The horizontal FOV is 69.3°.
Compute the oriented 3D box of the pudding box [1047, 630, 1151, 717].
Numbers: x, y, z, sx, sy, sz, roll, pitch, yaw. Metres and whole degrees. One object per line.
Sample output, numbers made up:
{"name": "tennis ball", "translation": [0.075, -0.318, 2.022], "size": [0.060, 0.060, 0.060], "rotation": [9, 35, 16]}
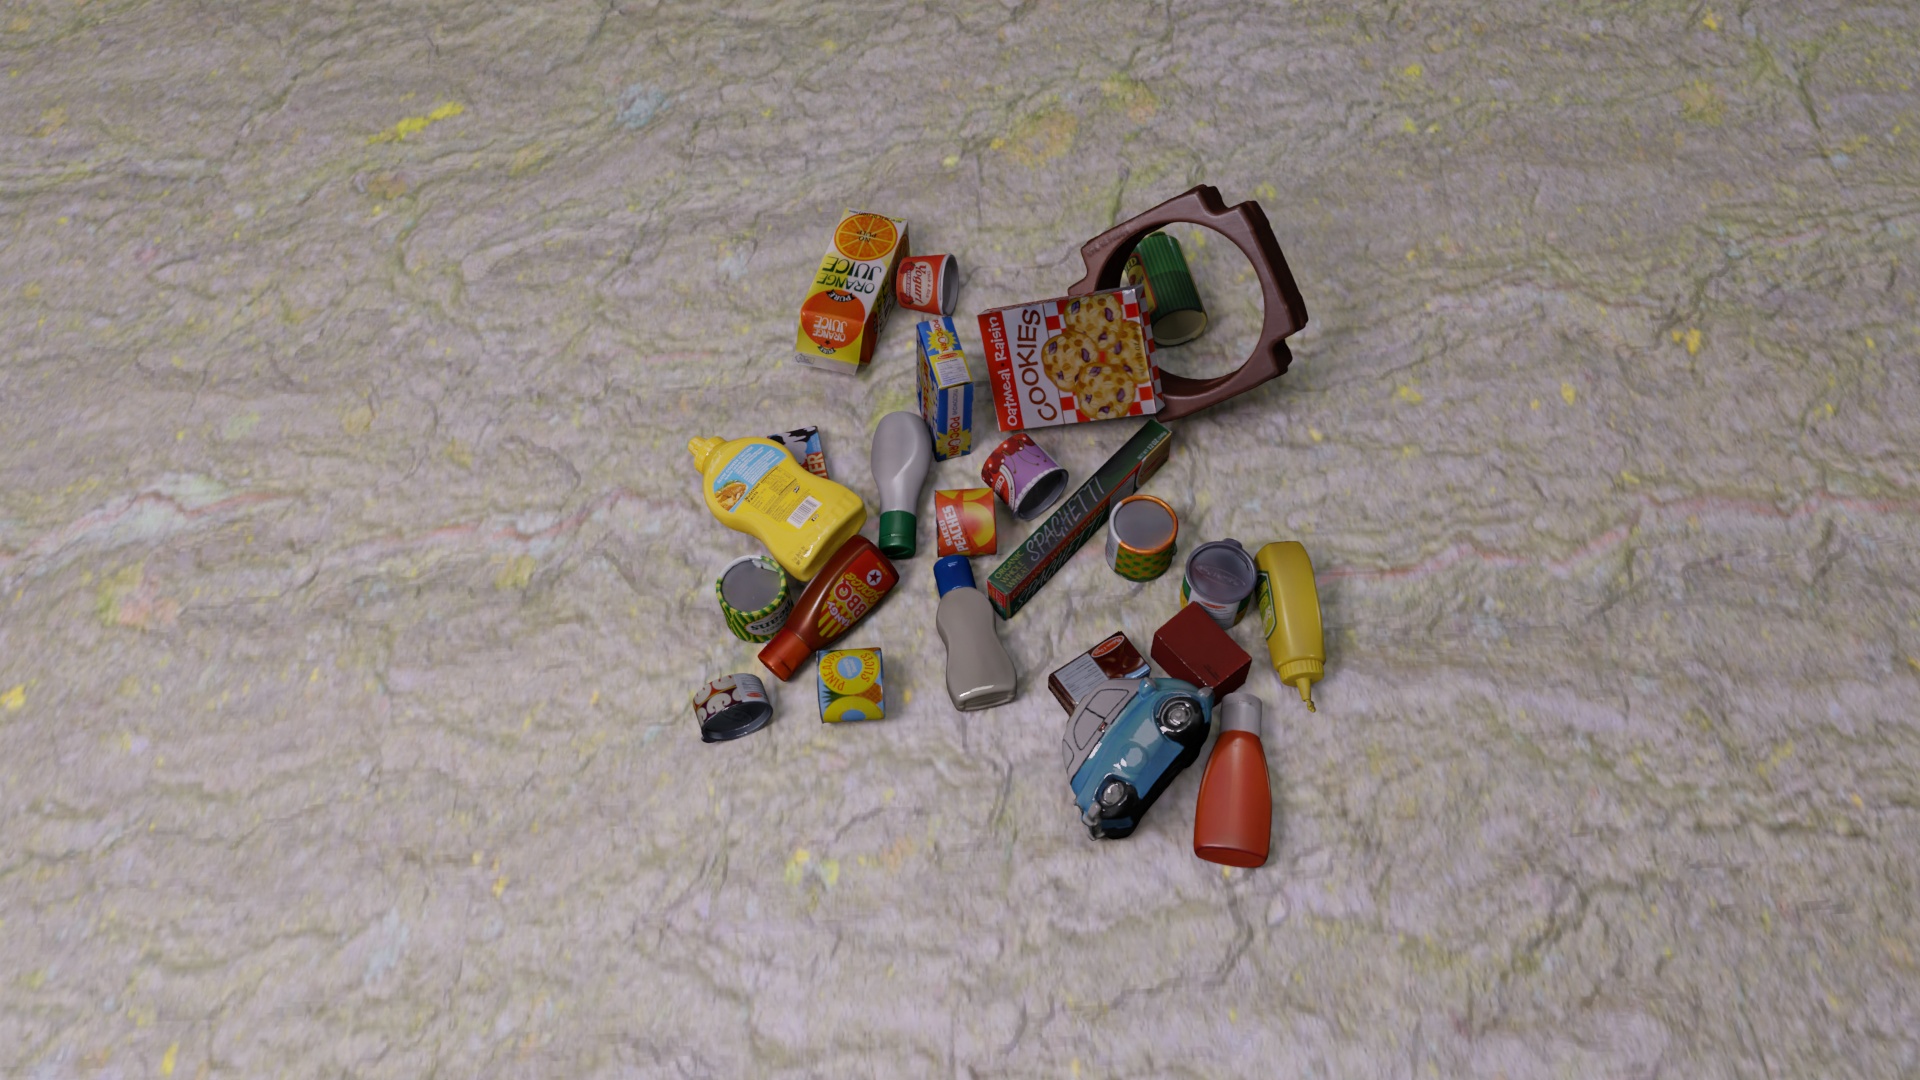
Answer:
{"name": "pudding box", "translation": [0.127, 0.126, 1.272], "size": [0.084, 0.030, 0.050], "rotation": [-30, 62, -16]}

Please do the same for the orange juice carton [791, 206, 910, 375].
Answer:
{"name": "orange juice carton", "translation": [-0.116, -0.258, 1.482], "size": [0.072, 0.072, 0.193], "rotation": [14, 61, 9]}

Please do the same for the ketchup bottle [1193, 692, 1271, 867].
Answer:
{"name": "ketchup bottle", "translation": [0.241, 0.207, 1.213], "size": [0.065, 0.043, 0.149], "rotation": [8, 60, 5]}

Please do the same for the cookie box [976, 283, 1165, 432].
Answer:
{"name": "cookie box", "translation": [0.108, -0.179, 1.376], "size": [0.167, 0.122, 0.040], "rotation": [-5, 15, 25]}

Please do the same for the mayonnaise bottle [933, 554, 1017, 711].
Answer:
{"name": "mayonnaise bottle", "translation": [0.008, 0.084, 1.295], "size": [0.065, 0.041, 0.149], "rotation": [-11, 59, -7]}

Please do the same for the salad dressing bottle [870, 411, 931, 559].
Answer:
{"name": "salad dressing bottle", "translation": [-0.060, -0.054, 1.373], "size": [0.064, 0.044, 0.148], "rotation": [-15, 60, 31]}

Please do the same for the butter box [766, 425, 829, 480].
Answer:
{"name": "butter box", "translation": [-0.160, -0.065, 1.396], "size": [0.053, 0.024, 0.104], "rotation": [-13, 60, -5]}

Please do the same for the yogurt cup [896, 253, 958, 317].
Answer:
{"name": "yogurt cup", "translation": [-0.036, -0.277, 1.498], "size": [0.054, 0.072, 0.073], "rotation": [6, 60, 15]}

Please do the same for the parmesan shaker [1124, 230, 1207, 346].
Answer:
{"name": "parmesan shaker", "translation": [0.218, -0.268, 1.480], "size": [0.071, 0.071, 0.103], "rotation": [-11, 60, -5]}

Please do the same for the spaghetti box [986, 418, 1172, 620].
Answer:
{"name": "spaghetti box", "translation": [0.117, -0.023, 1.349], "size": [0.029, 0.050, 0.251], "rotation": [37, 67, 23]}

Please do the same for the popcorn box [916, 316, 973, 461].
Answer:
{"name": "popcorn box", "translation": [-0.017, -0.150, 1.385], "size": [0.038, 0.126, 0.085], "rotation": [-13, 60, -9]}

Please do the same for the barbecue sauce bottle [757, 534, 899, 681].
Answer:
{"name": "barbecue sauce bottle", "translation": [-0.126, 0.066, 1.299], "size": [0.149, 0.064, 0.044], "rotation": [-47, 36, -15]}

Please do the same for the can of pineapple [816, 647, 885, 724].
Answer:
{"name": "can of pineapple", "translation": [-0.098, 0.130, 1.253], "size": [0.058, 0.070, 0.071], "rotation": [-4, 59, -2]}

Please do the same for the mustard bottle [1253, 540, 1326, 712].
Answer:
{"name": "mustard bottle", "translation": [0.306, 0.081, 1.276], "size": [0.049, 0.065, 0.161], "rotation": [-3, 63, -5]}

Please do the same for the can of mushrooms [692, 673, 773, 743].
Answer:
{"name": "can of mushrooms", "translation": [-0.207, 0.151, 1.247], "size": [0.071, 0.070, 0.033], "rotation": [-20, 61, -10]}

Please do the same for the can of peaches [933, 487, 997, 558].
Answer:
{"name": "can of peaches", "translation": [0.005, -0.017, 1.338], "size": [0.058, 0.071, 0.071], "rotation": [-3, 59, -1]}

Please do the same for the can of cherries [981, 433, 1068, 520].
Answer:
{"name": "can of cherries", "translation": [0.061, -0.062, 1.364], "size": [0.072, 0.071, 0.058], "rotation": [-35, 64, -17]}

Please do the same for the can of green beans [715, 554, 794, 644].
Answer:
{"name": "can of green beans", "translation": [-0.193, 0.055, 1.307], "size": [0.071, 0.057, 0.071], "rotation": [-1, 60, 1]}

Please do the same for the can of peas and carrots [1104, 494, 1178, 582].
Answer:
{"name": "can of peas and carrots", "translation": [0.176, -0.002, 1.331], "size": [0.071, 0.058, 0.071], "rotation": [-1, 60, 1]}

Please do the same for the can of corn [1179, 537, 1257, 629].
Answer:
{"name": "can of corn", "translation": [0.242, 0.041, 1.303], "size": [0.071, 0.058, 0.071], "rotation": [-1, 59, 1]}
